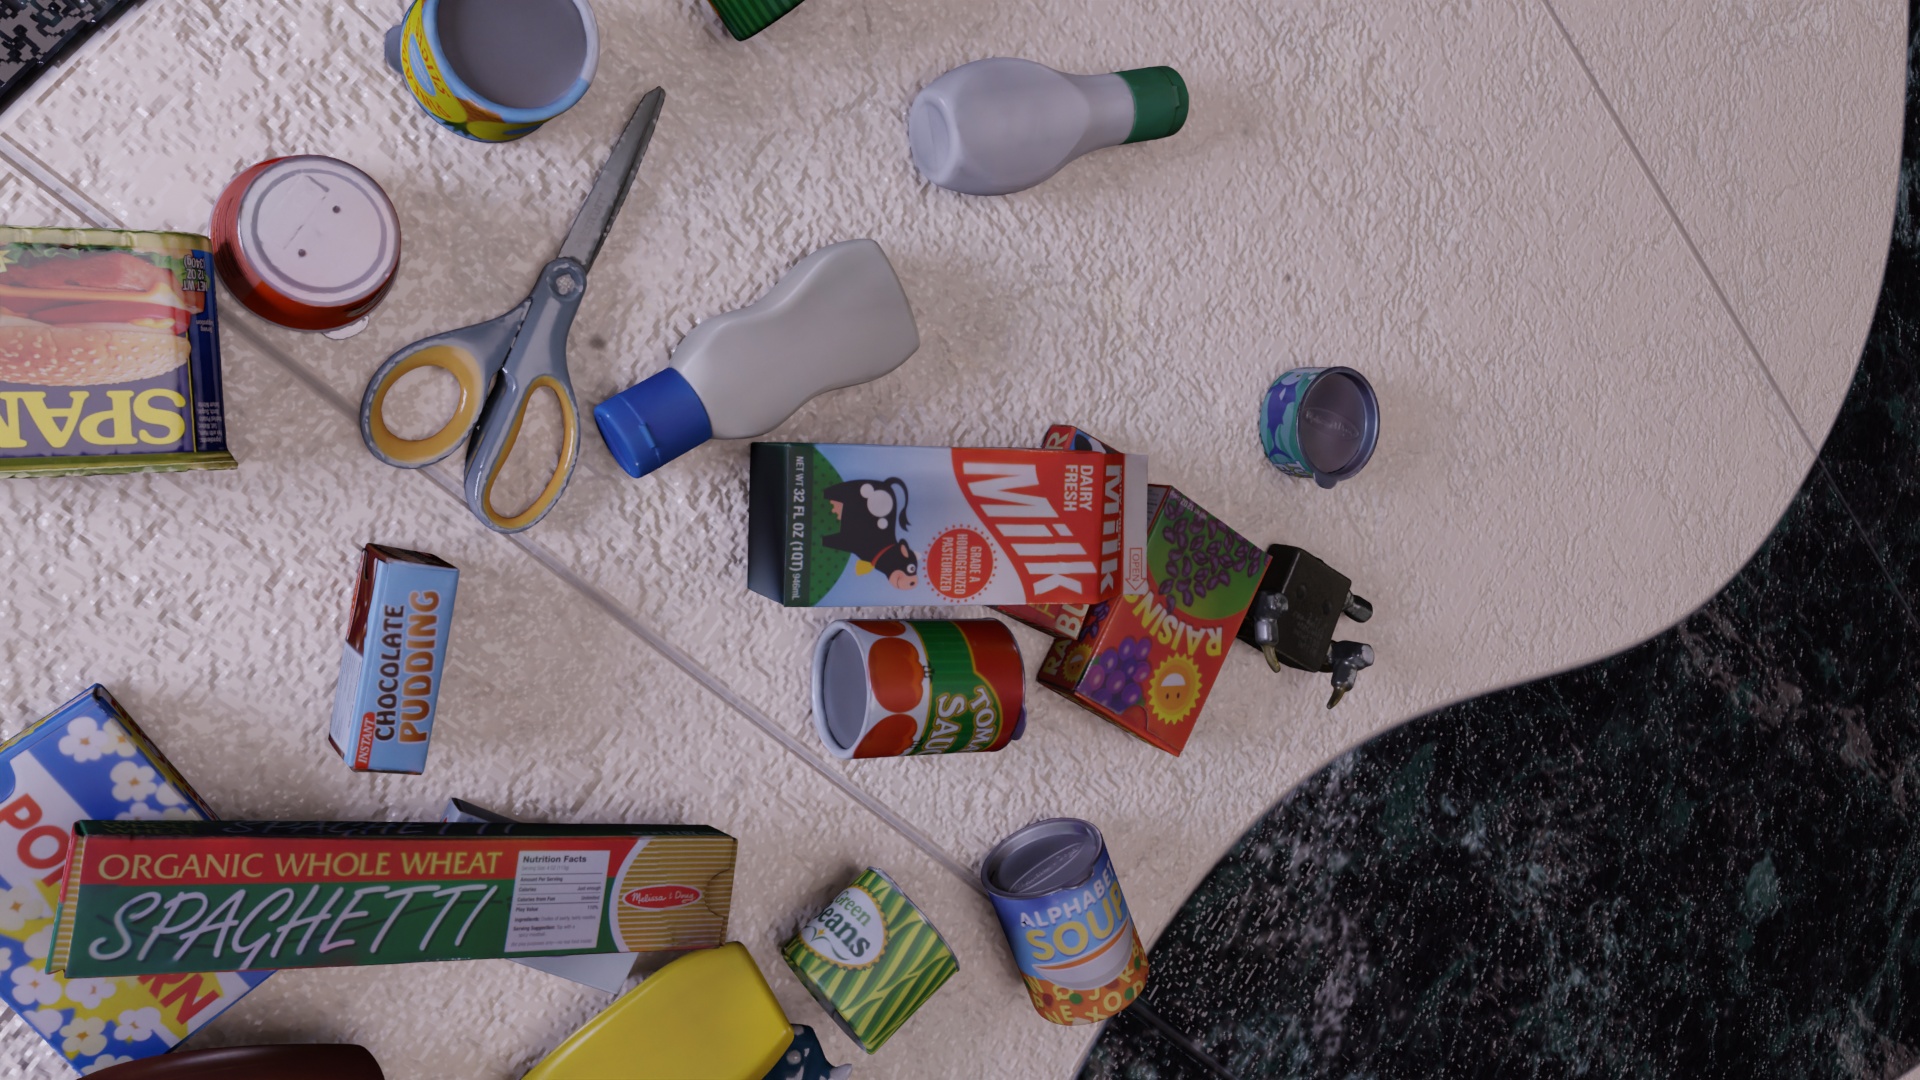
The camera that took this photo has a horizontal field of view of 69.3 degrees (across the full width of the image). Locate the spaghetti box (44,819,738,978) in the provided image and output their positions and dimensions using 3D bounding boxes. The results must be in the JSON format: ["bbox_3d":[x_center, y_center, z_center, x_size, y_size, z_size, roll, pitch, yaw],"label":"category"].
[{"bbox_3d":[-0.206,0.136,0.543,0.250,0.028,0.050,9,86,-36],"label":"spaghetti box"}]

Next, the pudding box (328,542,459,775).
[{"bbox_3d":[-0.225,0.046,0.549,0.030,0.049,0.083,10,90,-33],"label":"pudding box"}]

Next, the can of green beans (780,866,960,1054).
[{"bbox_3d":[-0.044,0.200,0.664,0.058,0.071,0.071,-40,113,-21],"label":"can of green beans"}]

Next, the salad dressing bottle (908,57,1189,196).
[{"bbox_3d":[0.047,-0.209,0.689,0.148,0.044,0.064,-18,102,-29],"label":"salad dressing bottle"}]

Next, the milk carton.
[{"bbox_3d":[0.002,-0.008,0.647,0.191,0.073,0.072,0,94,-21],"label":"milk carton"}]

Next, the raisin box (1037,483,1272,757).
[{"bbox_3d":[0.107,0.042,0.753,0.086,0.040,0.123,32,79,-30],"label":"raisin box"}]

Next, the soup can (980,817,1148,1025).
[{"bbox_3d":[0.056,0.198,0.720,0.071,0.071,0.083,-29,110,-25],"label":"soup can"}]

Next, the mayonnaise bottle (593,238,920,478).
[{"bbox_3d":[-0.091,-0.079,0.622,0.148,0.041,0.064,-33,113,-23],"label":"mayonnaise bottle"}]

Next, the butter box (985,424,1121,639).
[{"bbox_3d":[0.054,-0.004,0.725,0.053,0.024,0.103,27,81,-29],"label":"butter box"}]

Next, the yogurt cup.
[{"bbox_3d":[-0.242,-0.113,0.520,0.072,0.054,0.072,-3,96,-30],"label":"yogurt cup"}]

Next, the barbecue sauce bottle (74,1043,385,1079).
[{"bbox_3d":[-0.285,0.212,0.499,0.065,0.044,0.148,-52,146,4],"label":"barbecue sauce bottle"}]

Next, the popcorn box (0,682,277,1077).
[{"bbox_3d":[-0.315,0.128,0.511,0.085,0.038,0.126,-38,113,-21],"label":"popcorn box"}]

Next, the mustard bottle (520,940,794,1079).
[{"bbox_3d":[-0.153,0.240,0.607,0.160,0.048,0.065,-29,70,-13],"label":"mustard bottle"}]

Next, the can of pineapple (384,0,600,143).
[{"bbox_3d":[-0.183,-0.193,0.545,0.071,0.058,0.071,-4,98,-30],"label":"can of pineapple"}]

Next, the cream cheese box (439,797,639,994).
[{"bbox_3d":[-0.183,0.155,0.601,0.103,0.024,0.053,30,81,-30],"label":"cream cheese box"}]

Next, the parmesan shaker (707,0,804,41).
[{"bbox_3d":[-0.100,-0.270,0.580,0.071,0.071,0.103,-46,116,-18],"label":"parmesan shaker"}]

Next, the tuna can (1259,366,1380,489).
[{"bbox_3d":[0.208,-0.066,0.805,0.071,0.033,0.071,-4,97,-30],"label":"tuna can"}]

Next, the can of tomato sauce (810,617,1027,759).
[{"bbox_3d":[-0.020,0.071,0.663,0.083,0.071,0.071,2,94,-30],"label":"can of tomato sauce"}]
